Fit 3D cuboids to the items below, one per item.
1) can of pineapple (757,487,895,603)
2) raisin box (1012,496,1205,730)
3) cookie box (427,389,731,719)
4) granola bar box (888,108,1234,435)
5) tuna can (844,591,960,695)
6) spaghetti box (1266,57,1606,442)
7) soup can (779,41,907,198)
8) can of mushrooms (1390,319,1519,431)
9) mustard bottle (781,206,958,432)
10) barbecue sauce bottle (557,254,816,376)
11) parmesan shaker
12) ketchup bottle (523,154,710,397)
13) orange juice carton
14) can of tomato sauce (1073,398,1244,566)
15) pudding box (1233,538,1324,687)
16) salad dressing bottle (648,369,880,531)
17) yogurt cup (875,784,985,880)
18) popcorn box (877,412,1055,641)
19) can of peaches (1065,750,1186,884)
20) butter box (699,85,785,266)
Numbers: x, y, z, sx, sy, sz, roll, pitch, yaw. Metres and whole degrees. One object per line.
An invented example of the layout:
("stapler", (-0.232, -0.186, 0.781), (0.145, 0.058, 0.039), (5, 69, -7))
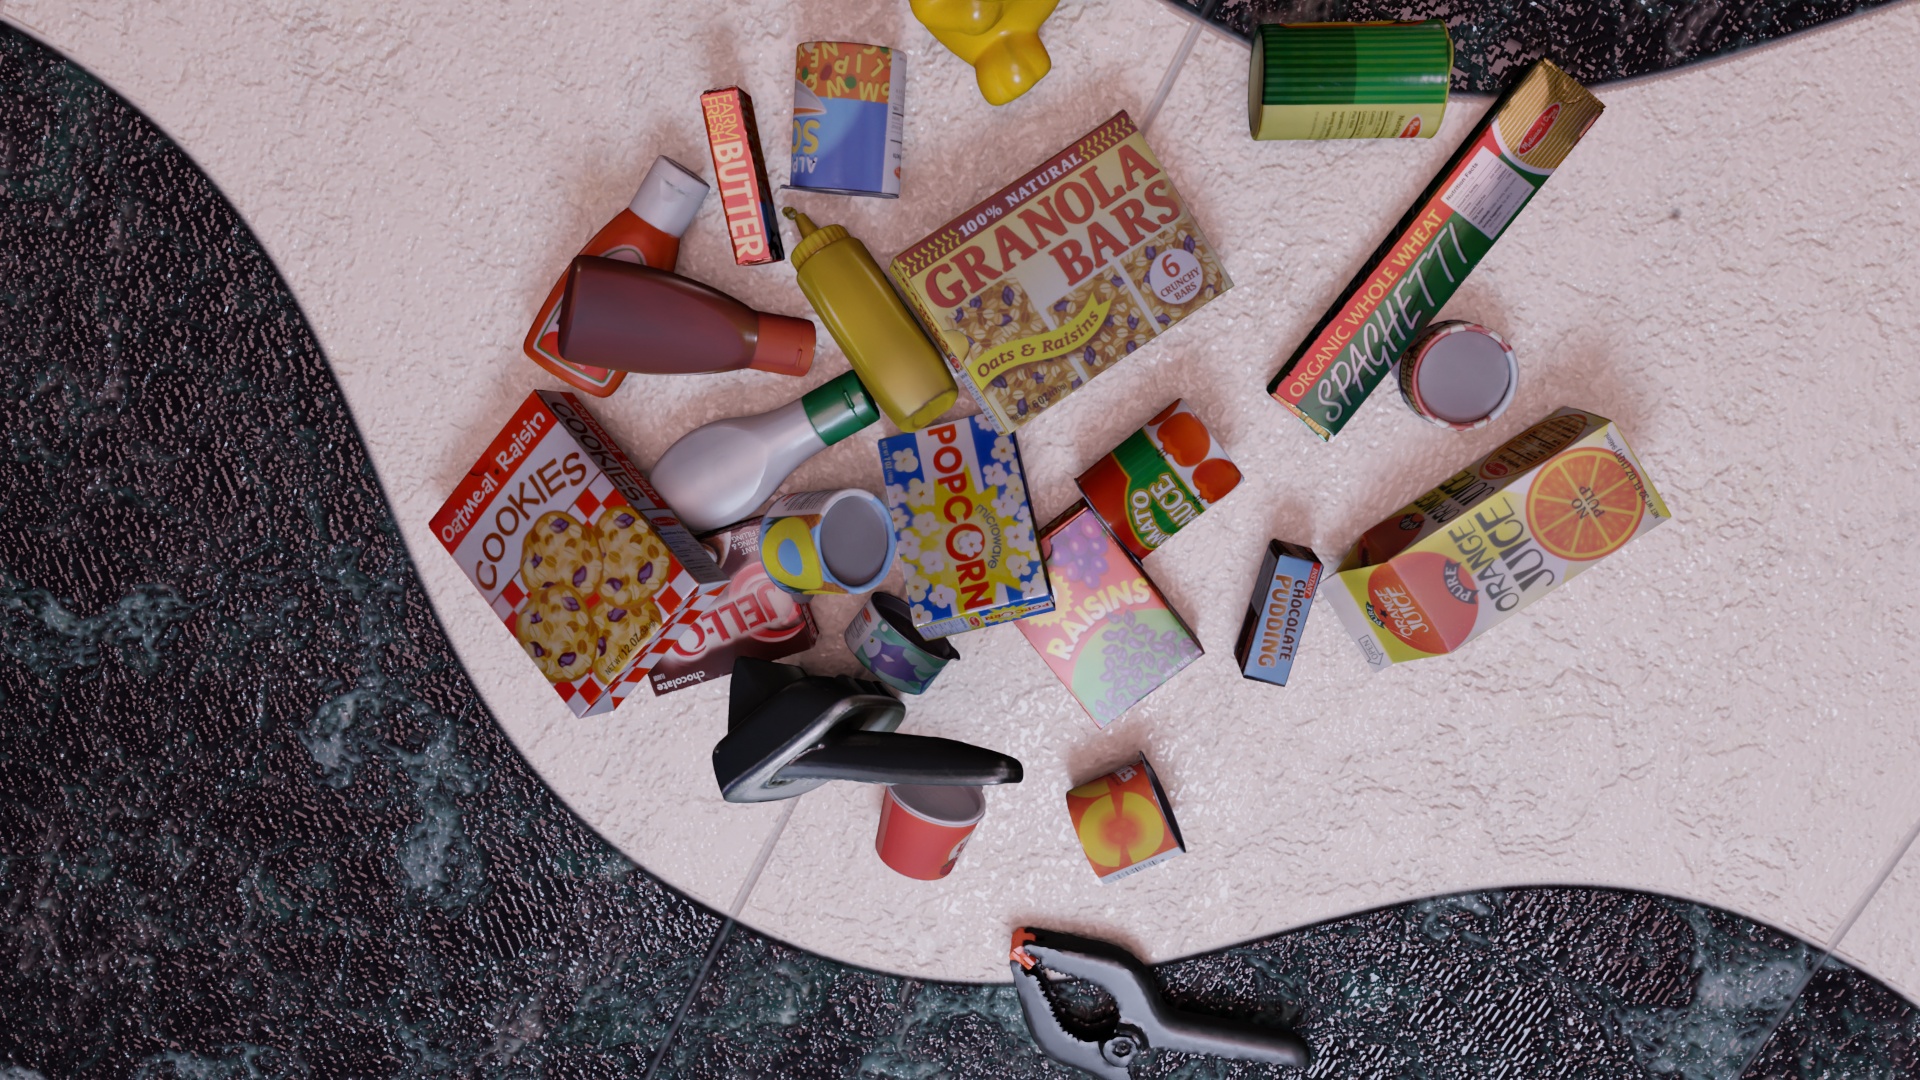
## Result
("can of pineapple", (-0.082, 0.003, 0.865), (0.058, 0.071, 0.071), (-3, 106, 46))
("raisin box", (0.084, 0.046, 0.891), (0.086, 0.040, 0.123), (-37, 97, 10))
("cookie box", (-0.240, 0.007, 0.862), (0.122, 0.040, 0.167), (-46, 75, 17))
("granola bar box", (0.060, -0.158, 0.828), (0.166, 0.039, 0.124), (-34, 95, -4))
("tuna can", (-0.037, 0.067, 0.887), (0.071, 0.071, 0.032), (37, 102, -5))
("spaghetti box", (0.282, -0.173, 0.841), (0.050, 0.029, 0.249), (37, 101, -5))
("soup can", (-0.069, -0.247, 0.821), (0.071, 0.071, 0.083), (4, 102, 2))
("can of mushrooms", (0.303, -0.102, 0.853), (0.071, 0.033, 0.071), (1, 103, 2))
("mustard bottle", (-0.061, -0.142, 0.844), (0.049, 0.065, 0.160), (-33, 84, -3))
("barbecue sauce bottle", (-0.163, -0.128, 0.837), (0.149, 0.044, 0.064), (7, 117, -23))
("parmesan shaker", (0.222, -0.267, 0.802), (0.103, 0.071, 0.071), (0, 102, 3))
("ketchup bottle", (-0.207, -0.165, 0.857), (0.065, 0.043, 0.148), (31, 101, -14))
("orange juice carton", (0.319, 0.003, 0.854), (0.192, 0.073, 0.071), (-34, 99, 9))
("can of tomato sauce", (0.124, -0.036, 0.856), (0.083, 0.071, 0.071), (-38, 98, 9))
("pudding box", (0.201, 0.045, 0.880), (0.030, 0.050, 0.083), (15, 102, 1))
("salad dressing bottle", (-0.123, -0.058, 0.876), (0.147, 0.044, 0.064), (-27, 90, 7))
("yogurt cup", (-0.023, 0.186, 0.914), (0.072, 0.072, 0.053), (19, 110, -1))
("popcorn box", (0.003, -0.011, 0.855), (0.085, 0.038, 0.127), (-14, 72, 5))
("can of peaches", (0.106, 0.181, 0.905), (0.058, 0.071, 0.071), (-25, 100, 8))
("butter box", (-0.131, -0.218, 0.838), (0.024, 0.053, 0.103), (-10, 101, 3))
